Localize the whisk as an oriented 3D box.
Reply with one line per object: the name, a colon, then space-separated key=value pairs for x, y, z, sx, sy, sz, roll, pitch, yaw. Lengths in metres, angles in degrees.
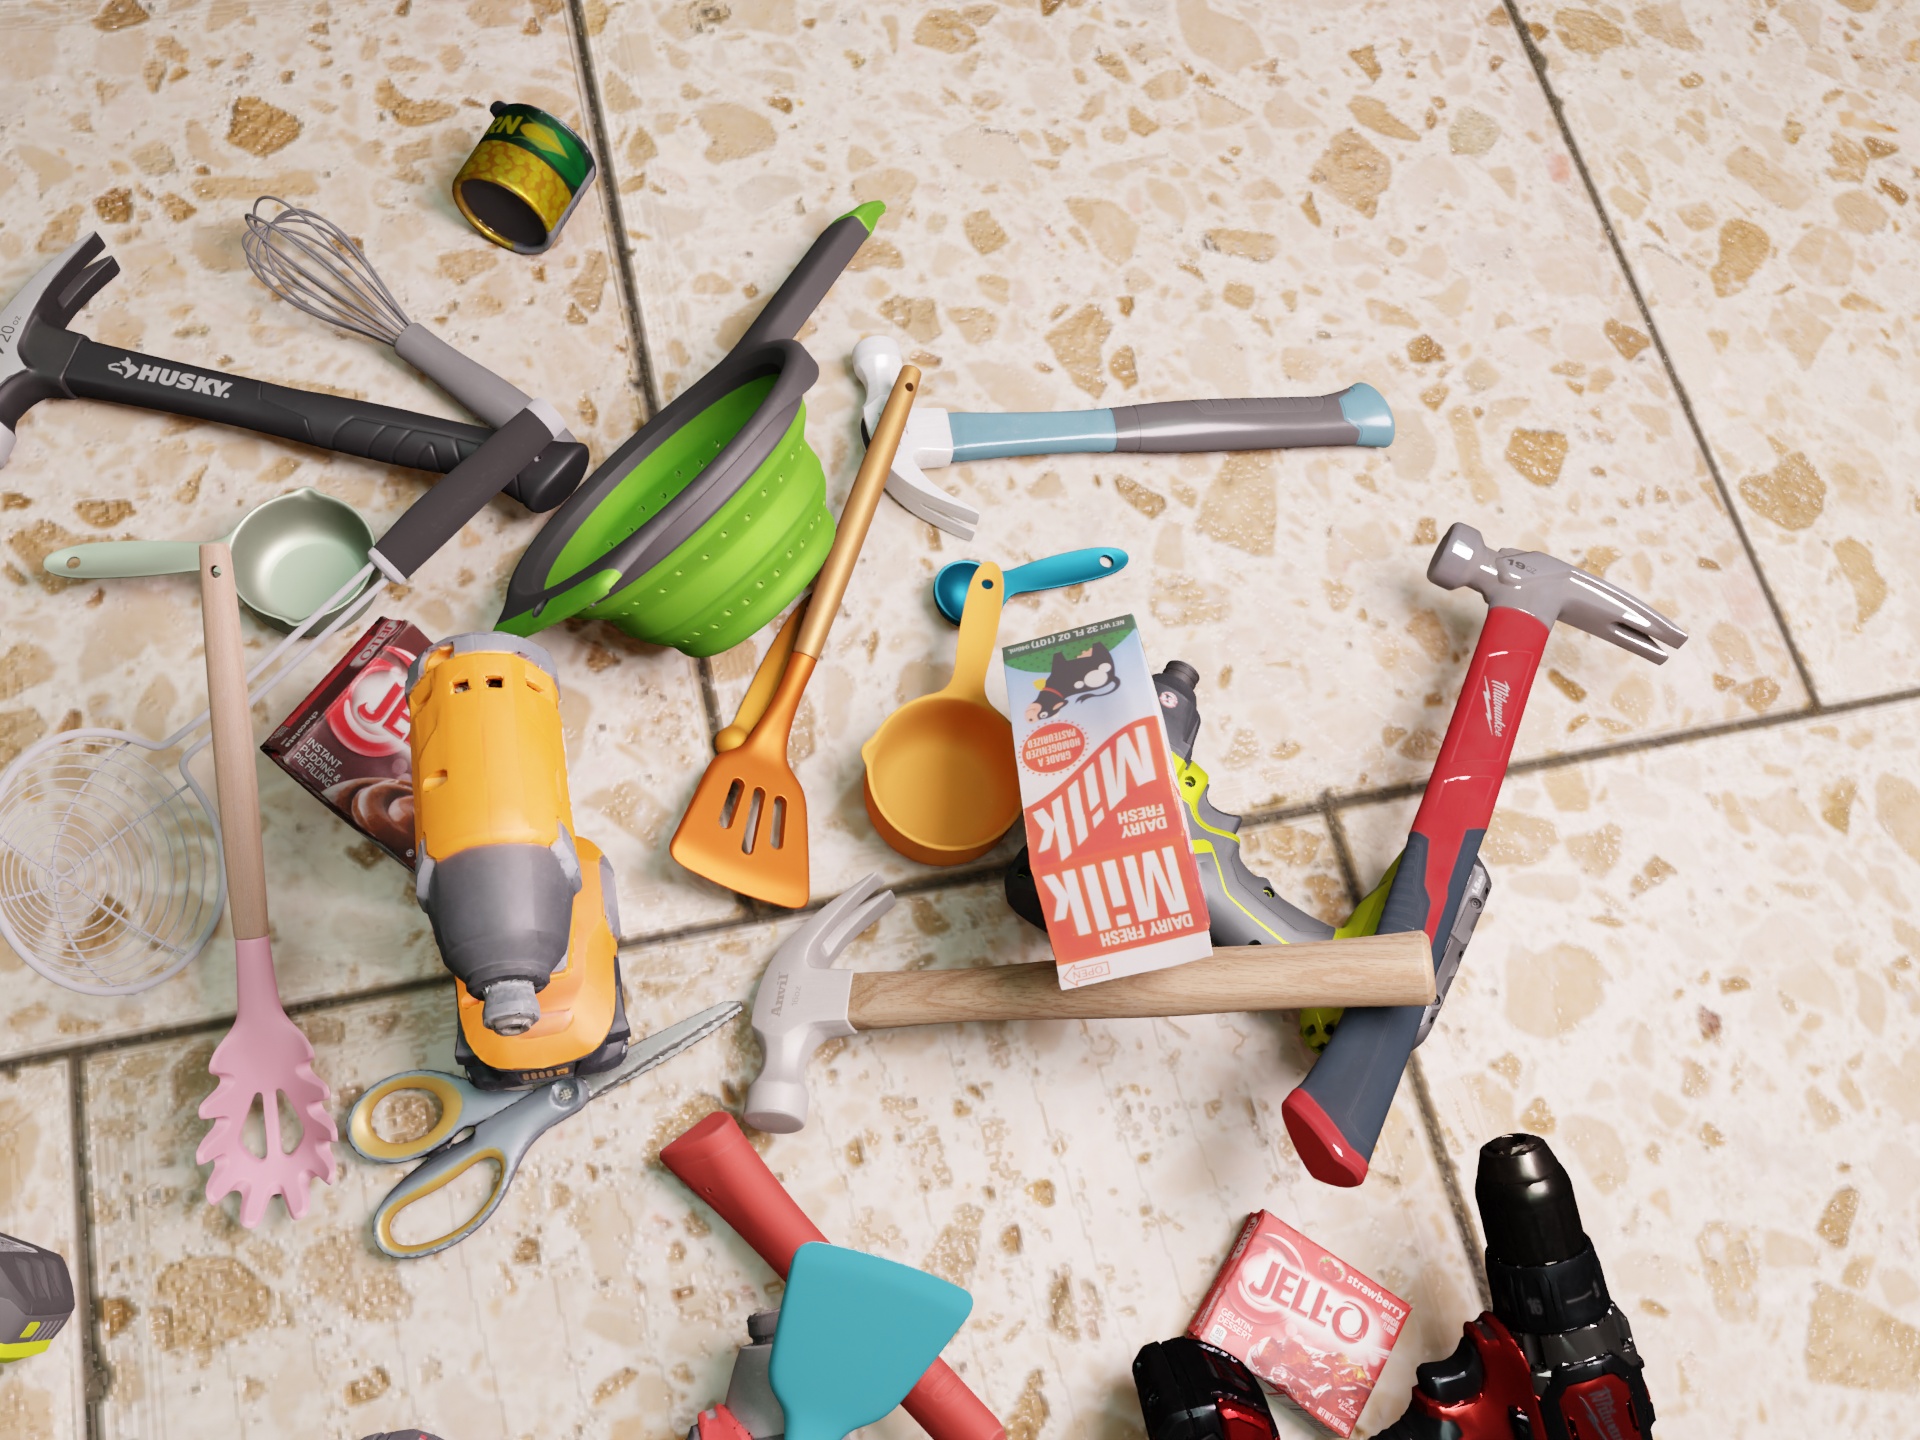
whisk: x=-0.315 y=-0.221 z=0.915 sx=0.239 sy=0.055 sz=0.055 roll=36 pitch=68 yaw=1

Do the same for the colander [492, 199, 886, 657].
colander: x=-0.106 y=-0.159 z=0.896 sx=0.094 sy=0.204 sz=0.397 roll=48 pitch=47 yaw=-25

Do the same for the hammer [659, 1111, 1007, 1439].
hammer: x=-0.009 y=0.319 z=0.729 sx=0.359 sy=0.149 sz=0.037 roll=40 pitch=46 yaw=20

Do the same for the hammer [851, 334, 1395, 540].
hammer: x=0.105 y=-0.179 z=0.969 sx=0.331 sy=0.033 sz=0.128 roll=-4 pitch=69 yaw=-10

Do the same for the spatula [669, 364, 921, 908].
spatula: x=-0.074 y=-0.058 z=0.875 sx=0.081 sy=0.041 sz=0.323 roll=25 pitch=74 yaw=-22

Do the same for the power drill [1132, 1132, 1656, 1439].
power drill: x=0.198 y=0.303 z=0.726 sx=0.226 sy=0.080 sz=0.188 roll=-14 pitch=91 yaw=-2

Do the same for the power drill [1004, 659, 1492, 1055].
power drill: x=0.158 y=0.076 z=0.856 sx=0.223 sy=0.080 sz=0.171 roll=30 pitch=65 yaw=6

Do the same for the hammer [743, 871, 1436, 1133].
hammer: x=0.057 y=0.127 z=0.770 sx=0.331 sy=0.031 sz=0.130 roll=-6 pitch=52 yaw=15

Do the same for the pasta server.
pasta server: x=-0.334 y=0.075 z=0.742 sx=0.060 sy=0.040 sz=0.316 roll=-5 pitch=95 yaw=-20

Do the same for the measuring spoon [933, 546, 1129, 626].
measuring spoon: x=0.041 y=-0.080 z=0.933 sx=0.128 sy=0.021 sz=0.042 roll=-15 pitch=71 yaw=-23

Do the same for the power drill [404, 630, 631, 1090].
power drill: x=-0.195 y=0.087 z=0.704 sx=0.084 sy=0.226 sz=0.164 roll=-7 pitch=61 yaw=-12

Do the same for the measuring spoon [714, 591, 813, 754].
measuring spoon: x=-0.103 y=-0.028 z=0.890 sx=0.021 sy=0.011 sz=0.117 roll=28 pitch=68 yaw=3

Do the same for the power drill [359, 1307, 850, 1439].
power drill: x=-0.154 y=0.349 z=0.699 sx=0.219 sy=0.078 sz=0.143 roll=-6 pitch=76 yaw=-15

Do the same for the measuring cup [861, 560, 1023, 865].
measuring cup: x=-0.001 y=-0.003 z=0.875 sx=0.095 sy=0.052 sz=0.174 roll=13 pitch=66 yaw=-3

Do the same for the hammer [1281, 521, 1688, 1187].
hammer: x=0.263 y=0.065 z=0.812 sx=0.143 sy=0.038 sz=0.386 roll=26 pitch=60 yaw=6

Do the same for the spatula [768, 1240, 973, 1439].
spatula: x=-0.085 y=0.376 z=0.651 sx=0.082 sy=0.044 sz=0.318 roll=23 pitch=75 yaw=-14

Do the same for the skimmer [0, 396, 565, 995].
skimmer: x=-0.320 y=-0.027 z=0.790 sx=0.363 sy=0.127 sz=0.090 roll=-47 pitch=41 yaw=-14

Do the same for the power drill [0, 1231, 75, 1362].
power drill: x=-0.477 y=0.325 z=0.662 sx=0.190 sy=0.080 sz=0.229 roll=20 pitch=70 yaw=0

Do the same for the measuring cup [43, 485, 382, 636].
measuring cup: x=-0.396 y=-0.080 z=0.853 sx=0.167 sy=0.038 sz=0.083 roll=-2 pitch=69 yaw=-7

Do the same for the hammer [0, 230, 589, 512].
hammer: x=-0.372 y=-0.176 z=0.883 sx=0.335 sy=0.035 sz=0.146 roll=12 pitch=68 yaw=1
